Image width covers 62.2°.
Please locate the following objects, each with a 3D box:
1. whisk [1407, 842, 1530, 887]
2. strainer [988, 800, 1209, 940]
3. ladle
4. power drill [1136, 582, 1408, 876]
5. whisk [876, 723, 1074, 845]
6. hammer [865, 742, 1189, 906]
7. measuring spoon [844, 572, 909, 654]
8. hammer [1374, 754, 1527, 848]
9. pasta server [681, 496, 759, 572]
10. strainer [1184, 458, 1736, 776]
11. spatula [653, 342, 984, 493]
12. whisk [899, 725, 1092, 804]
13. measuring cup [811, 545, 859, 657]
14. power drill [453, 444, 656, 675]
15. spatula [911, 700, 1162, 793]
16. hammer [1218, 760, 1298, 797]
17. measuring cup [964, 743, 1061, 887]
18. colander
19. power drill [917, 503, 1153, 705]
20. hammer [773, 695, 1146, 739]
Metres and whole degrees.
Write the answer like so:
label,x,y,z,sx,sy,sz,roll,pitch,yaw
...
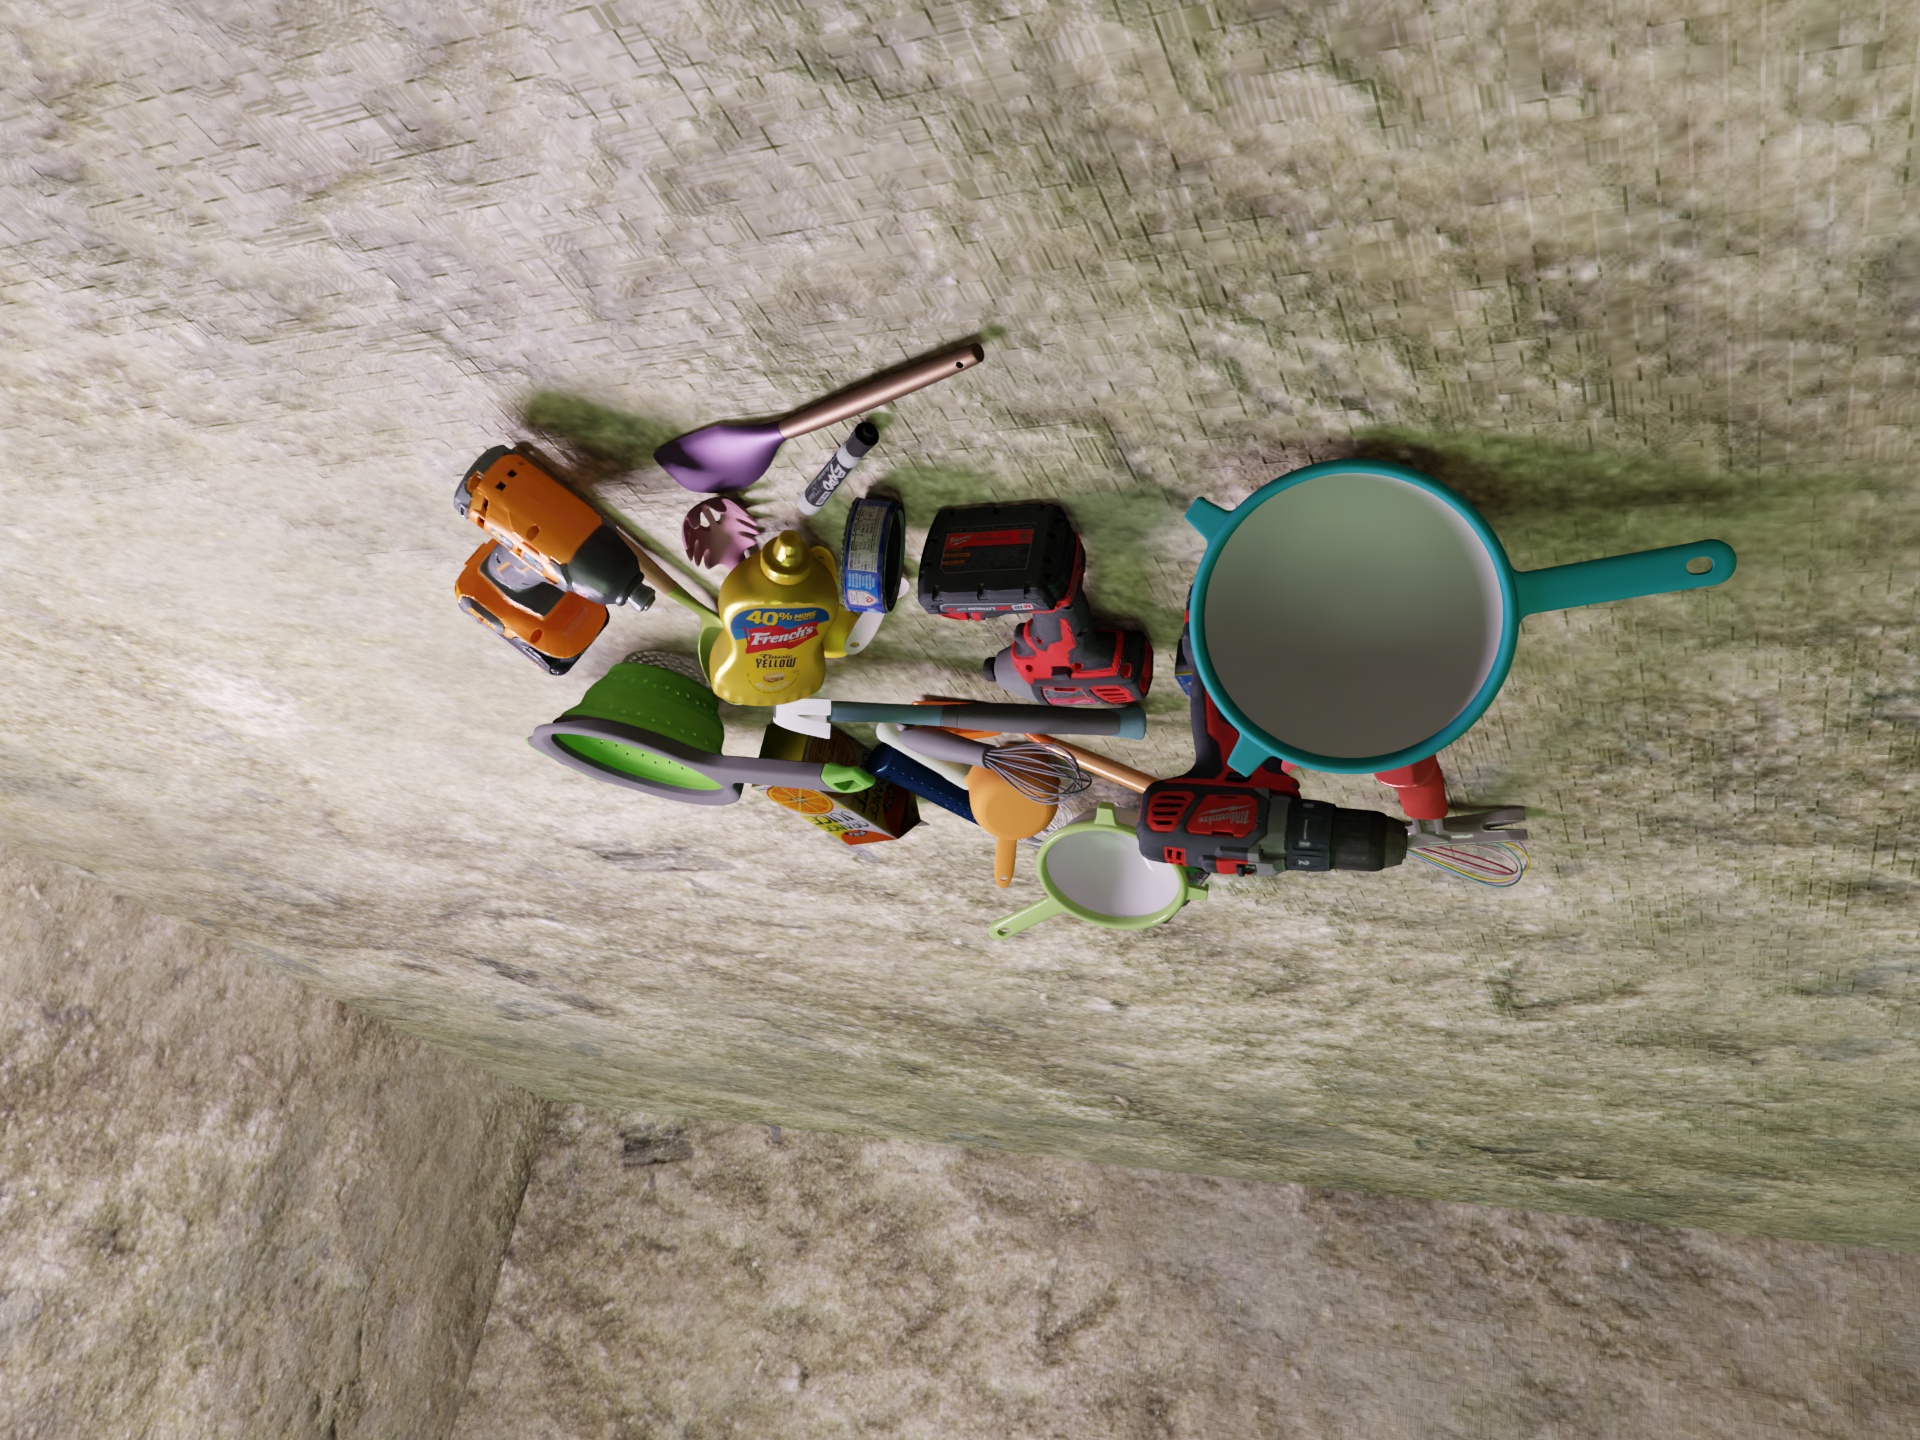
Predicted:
label,x,y,z,sx,sy,sz,roll,pitch,yaw
whisk,0.419,0.118,1.521,0.245,0.051,0.047,12,160,8
strainer,0.121,0.156,1.607,0.151,0.069,0.256,40,134,-18
ladle,-0.267,-0.117,1.333,0.078,0.062,0.319,10,156,41
power drill,0.235,0.009,1.162,0.188,0.227,0.080,4,153,18
whisk,0.016,0.062,1.583,0.246,0.058,0.059,31,114,-26
hammer,0.062,0.124,1.698,0.405,0.035,0.144,30,149,-32
measuring spoon,-0.074,-0.092,1.321,0.034,0.018,0.124,5,149,-21
hammer,0.391,0.066,1.307,0.149,0.037,0.358,-7,166,17
pasta server,-0.169,-0.098,1.345,0.060,0.040,0.316,-29,152,-4
strainer,0.327,-0.085,1.066,0.340,0.211,0.095,-9,-168,15
spatula,-0.103,-0.209,1.111,0.316,0.018,0.059,-12,136,42
whisk,0.024,0.035,1.437,0.239,0.055,0.055,14,162,46
measuring cup,-0.115,-0.096,1.331,0.062,0.029,0.156,10,156,4
power drill,-0.325,-0.114,1.272,0.164,0.084,0.226,37,156,-5
spatula,0.101,0.040,1.440,0.323,0.041,0.080,23,161,29
hammer,0.264,0.058,1.410,0.143,0.038,0.386,4,165,-8
measuring cup,0.049,0.108,1.556,0.095,0.052,0.173,2,122,-4
colander,-0.232,0.009,1.485,0.397,0.094,0.204,3,159,36
power drill,0.056,-0.078,1.248,0.143,0.079,0.219,0,155,25
hammer,-0.002,-0.005,1.410,0.331,0.033,0.128,2,-173,1
